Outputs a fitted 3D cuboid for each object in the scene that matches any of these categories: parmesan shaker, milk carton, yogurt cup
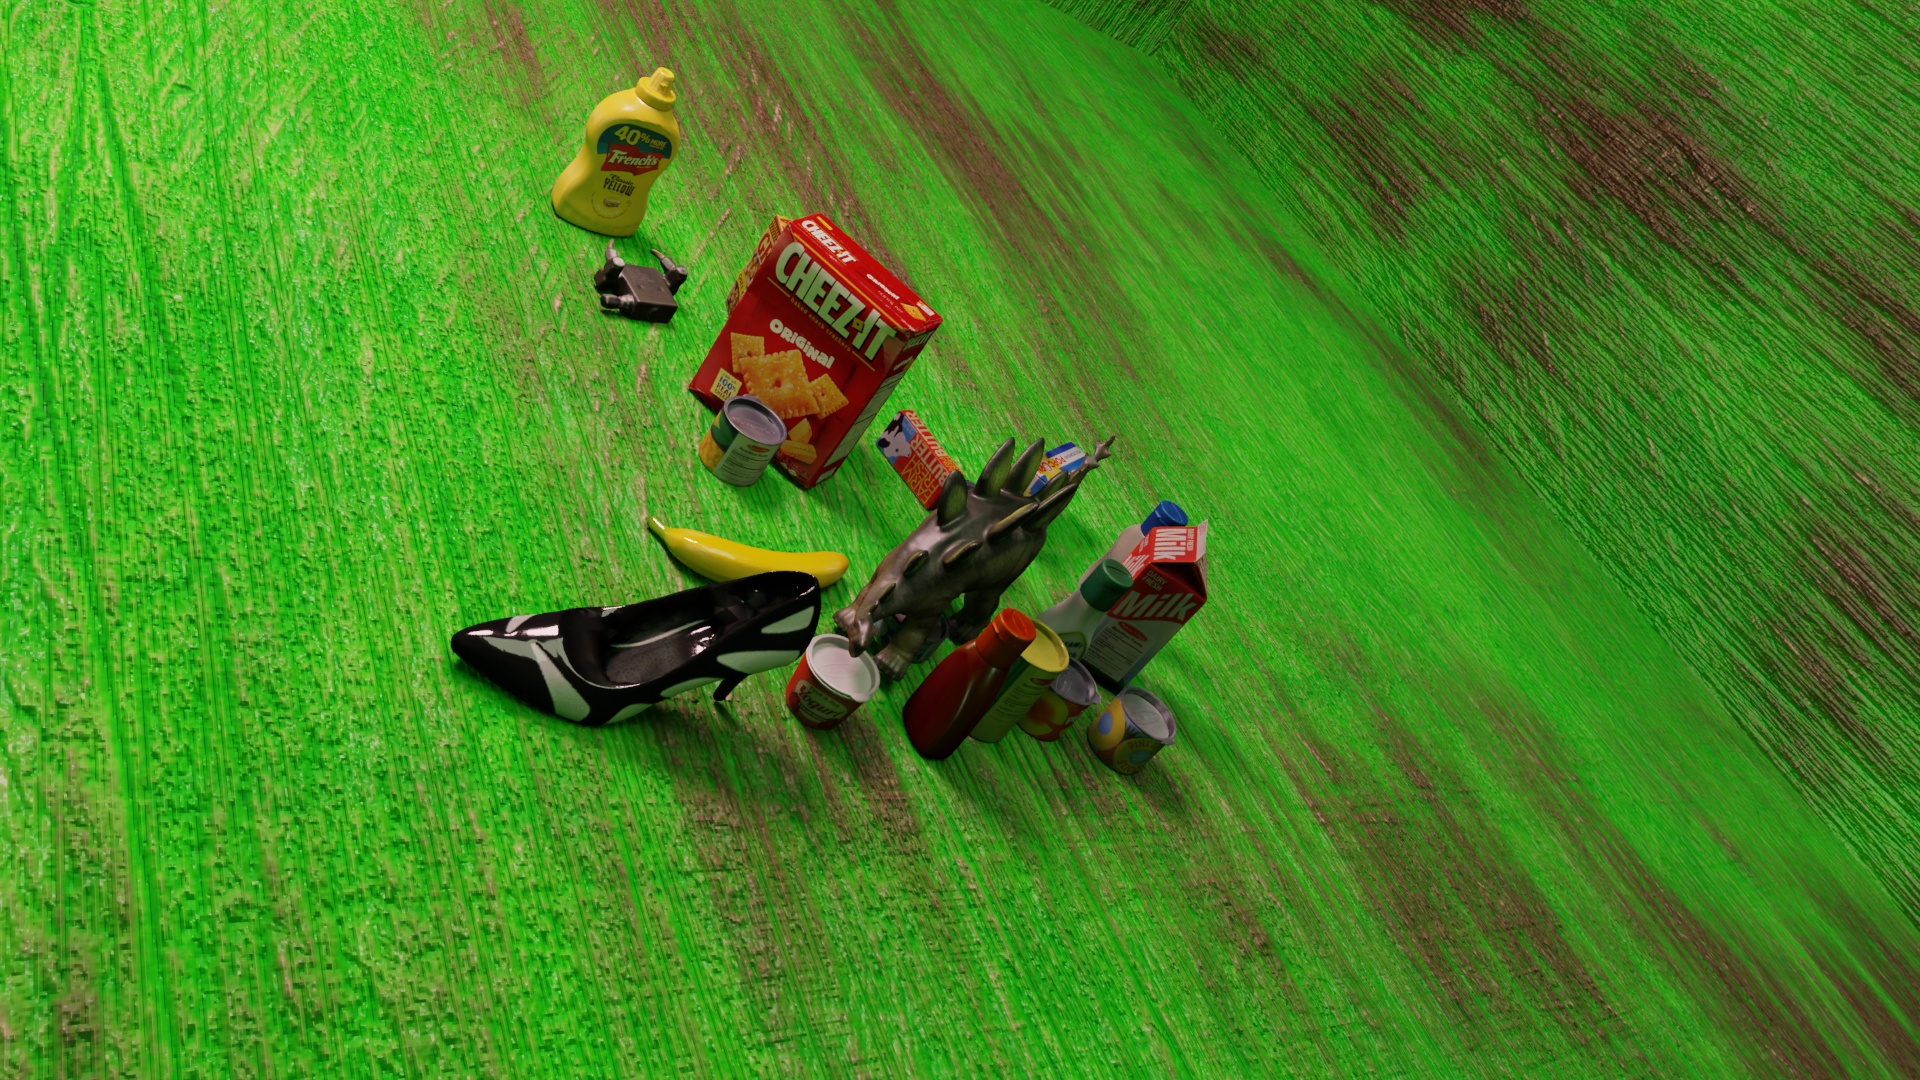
[{"bbox_3d":[0.039,0.124,1.241,0.071,0.102,0.072,27,32,-19],"label":"parmesan shaker"},{"bbox_3d":[0.188,0.059,1.400,0.073,0.189,0.073,33,30,-9],"label":"milk carton"},{"bbox_3d":[-0.108,0.118,1.142,0.072,0.053,0.073,27,32,-18],"label":"yogurt cup"}]

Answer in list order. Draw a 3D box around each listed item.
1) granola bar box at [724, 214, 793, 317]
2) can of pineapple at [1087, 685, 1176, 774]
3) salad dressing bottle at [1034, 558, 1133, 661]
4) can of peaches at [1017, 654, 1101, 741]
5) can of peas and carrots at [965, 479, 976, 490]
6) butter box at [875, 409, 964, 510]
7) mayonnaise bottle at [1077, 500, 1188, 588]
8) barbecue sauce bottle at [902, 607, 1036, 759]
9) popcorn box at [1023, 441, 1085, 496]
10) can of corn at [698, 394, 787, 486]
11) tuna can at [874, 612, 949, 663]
[{"bbox_3d":[-0.196,-0.248,1.473,0.039,0.123,0.166,16,37,-33],"label":"granola bar box"},{"bbox_3d":[0.165,0.184,1.338,0.071,0.057,0.071,27,32,-18],"label":"can of pineapple"},{"bbox_3d":[0.108,0.078,1.331,0.064,0.147,0.044,22,34,-26],"label":"salad dressing bottle"},{"bbox_3d":[0.087,0.147,1.305,0.071,0.057,0.071,27,32,-18],"label":"can of peaches"},{"bbox_3d":[0.005,-0.018,1.440,0.071,0.058,0.071,27,32,-18],"label":"can of peas and carrots"},{"bbox_3d":[-0.044,-0.086,1.486,0.024,0.053,0.104,-7,53,-51],"label":"butter box"},{"bbox_3d":[0.186,0.020,1.492,0.041,0.147,0.065,15,38,-35],"label":"mayonnaise bottle"},{"bbox_3d":[0.008,0.118,1.172,0.044,0.148,0.065,14,38,-36],"label":"barbecue sauce bottle"},{"bbox_3d":[0.088,-0.059,1.556,0.038,0.085,0.127,45,31,12],"label":"popcorn box"},{"bbox_3d":[-0.208,-0.096,1.320,0.071,0.058,0.071,27,32,-18],"label":"can of corn"},{"bbox_3d":[-0.048,0.077,1.281,0.071,0.032,0.071,27,32,-18],"label":"tuna can"}]
